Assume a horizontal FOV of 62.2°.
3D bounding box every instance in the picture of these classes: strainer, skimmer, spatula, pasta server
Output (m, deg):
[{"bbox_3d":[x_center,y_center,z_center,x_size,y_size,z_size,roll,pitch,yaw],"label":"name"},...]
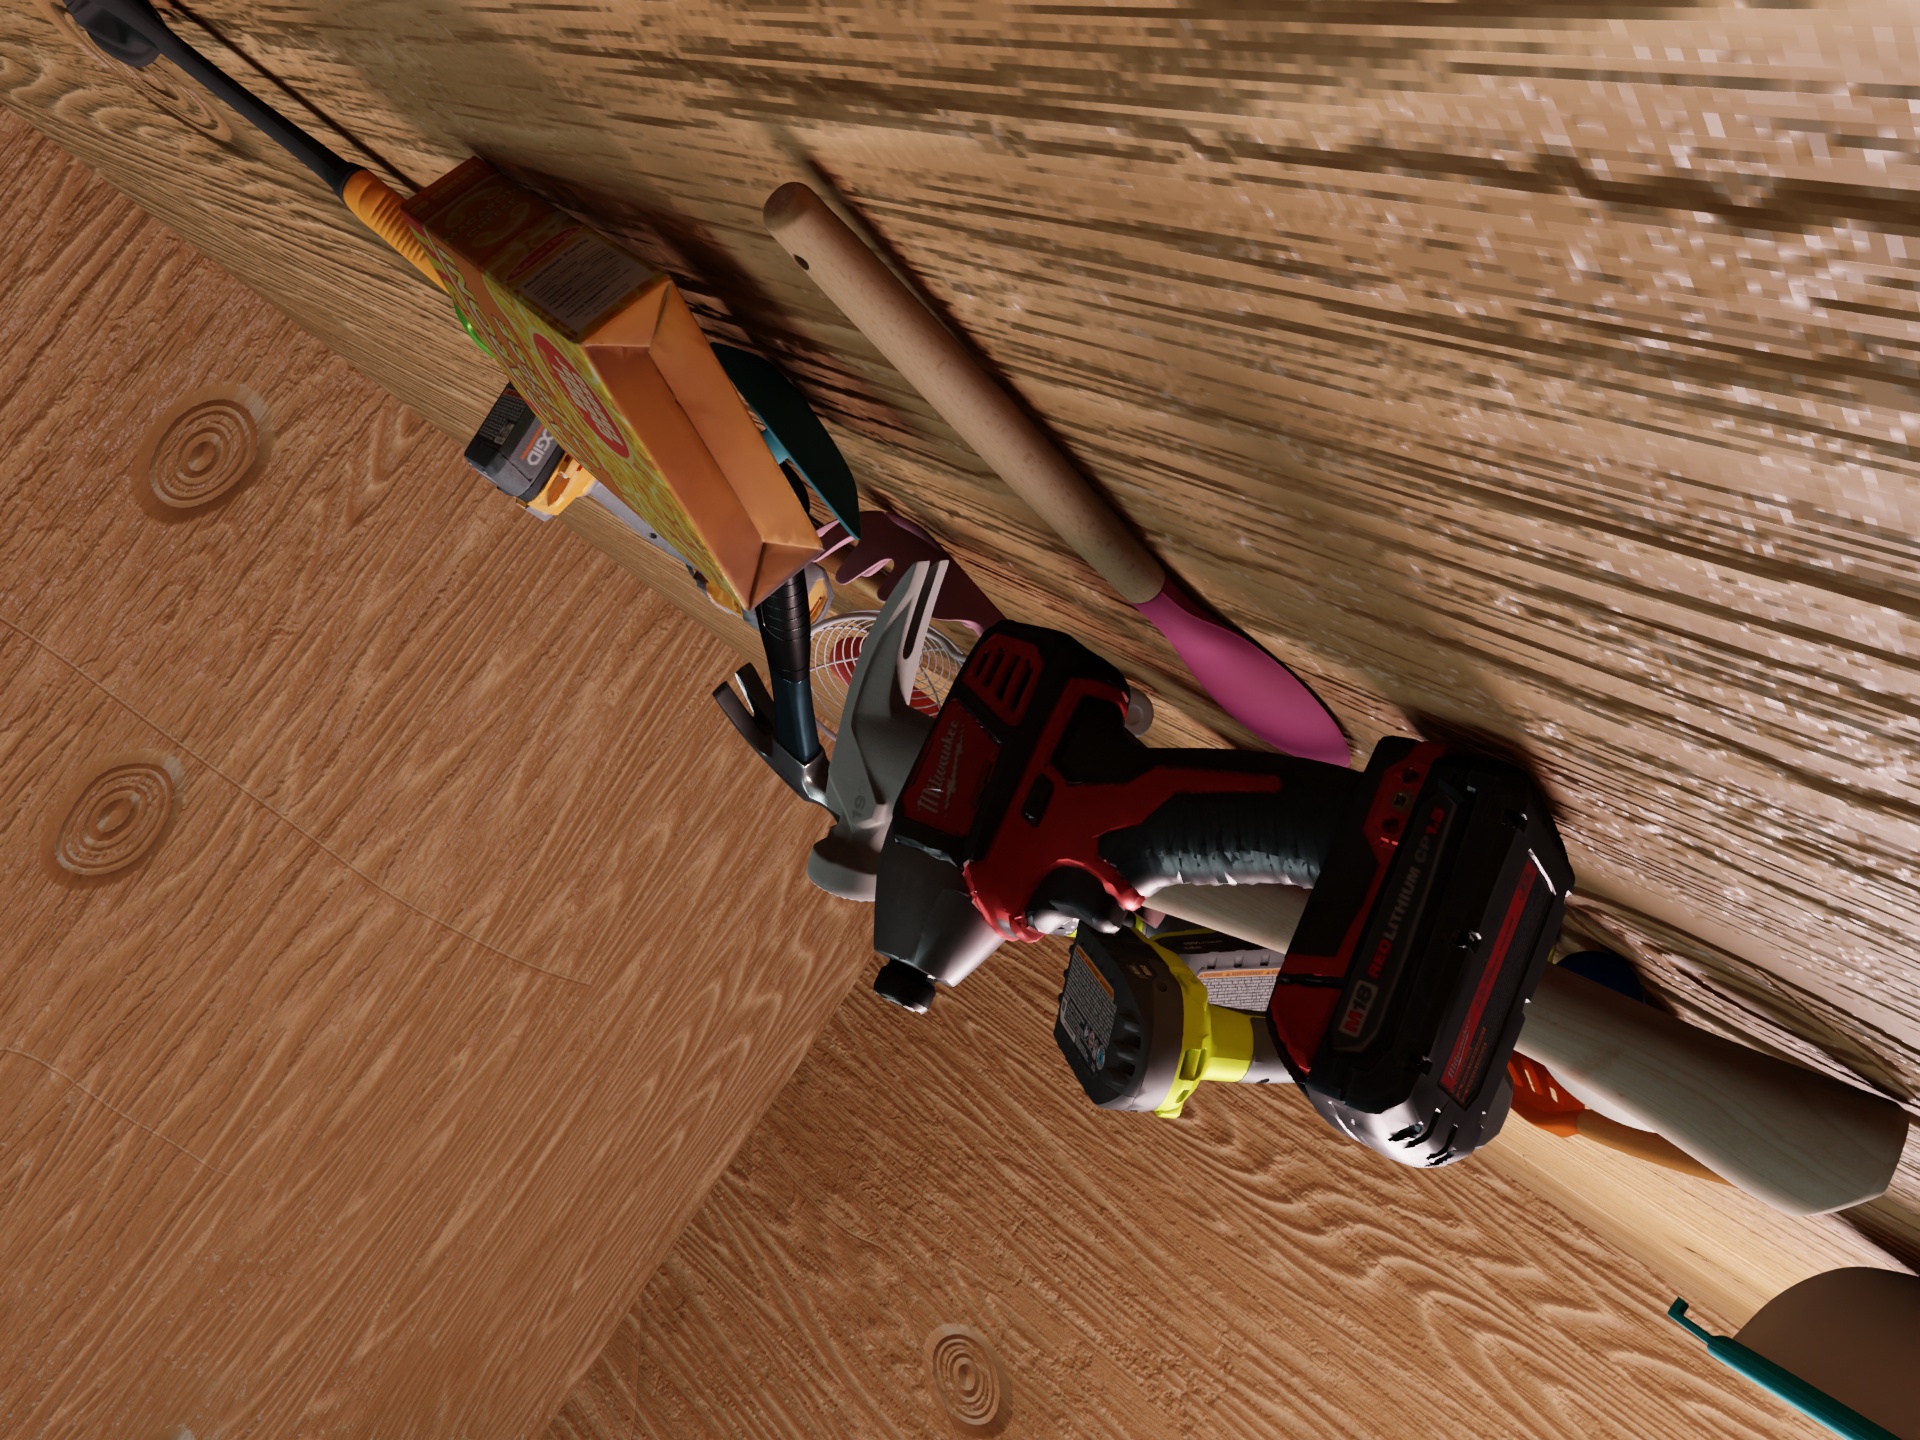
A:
[{"bbox_3d":[0.504,0.335,0.728,0.211,0.095,0.340,33,173,-4],"label":"strainer"},{"bbox_3d":[-0.001,-0.003,0.873,0.127,0.090,0.363,41,173,-20],"label":"skimmer"},{"bbox_3d":[0.327,0.195,0.794,0.081,0.041,0.322,24,173,3],"label":"spatula"},{"bbox_3d":[-0.100,-0.107,0.684,0.082,0.044,0.317,51,164,-14],"label":"spatula"},{"bbox_3d":[0.053,0.009,0.671,0.316,0.040,0.060,44,-167,18],"label":"pasta server"}]

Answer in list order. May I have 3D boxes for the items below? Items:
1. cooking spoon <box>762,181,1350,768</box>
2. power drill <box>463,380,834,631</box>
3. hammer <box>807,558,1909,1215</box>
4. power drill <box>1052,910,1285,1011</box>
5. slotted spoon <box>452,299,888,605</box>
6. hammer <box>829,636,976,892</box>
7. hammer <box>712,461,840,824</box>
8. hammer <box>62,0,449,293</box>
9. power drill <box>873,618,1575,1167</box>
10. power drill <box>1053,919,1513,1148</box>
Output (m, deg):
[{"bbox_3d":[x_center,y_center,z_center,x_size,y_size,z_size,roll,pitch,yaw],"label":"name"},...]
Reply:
[{"bbox_3d":[0.044,-0.055,0.490,0.069,0.017,0.318,30,174,44],"label":"cooking spoon"},{"bbox_3d":[-0.204,-0.138,1.040,0.226,0.084,0.185,32,178,-28],"label":"power drill"},{"bbox_3d":[0.135,0.066,0.601,0.411,0.146,0.038,21,-165,19],"label":"hammer"},{"bbox_3d":[0.125,0.150,1.106,0.190,0.080,0.229,2,-166,-24],"label":"power drill"},{"bbox_3d":[-0.153,-0.148,0.885,0.313,0.031,0.070,34,175,-7],"label":"slotted spoon"},{"bbox_3d":[-0.023,0.015,1.095,0.359,0.149,0.036,38,150,58],"label":"hammer"},{"bbox_3d":[-0.098,-0.039,0.910,0.128,0.033,0.330,40,158,18],"label":"hammer"},{"bbox_3d":[-0.254,-0.228,0.737,0.336,0.034,0.127,37,176,-21],"label":"hammer"},{"bbox_3d":[0.068,0.055,0.519,0.220,0.143,0.078,17,166,37],"label":"power drill"},{"bbox_3d":[0.175,0.175,0.908,0.223,0.080,0.171,10,-170,-13],"label":"power drill"}]
